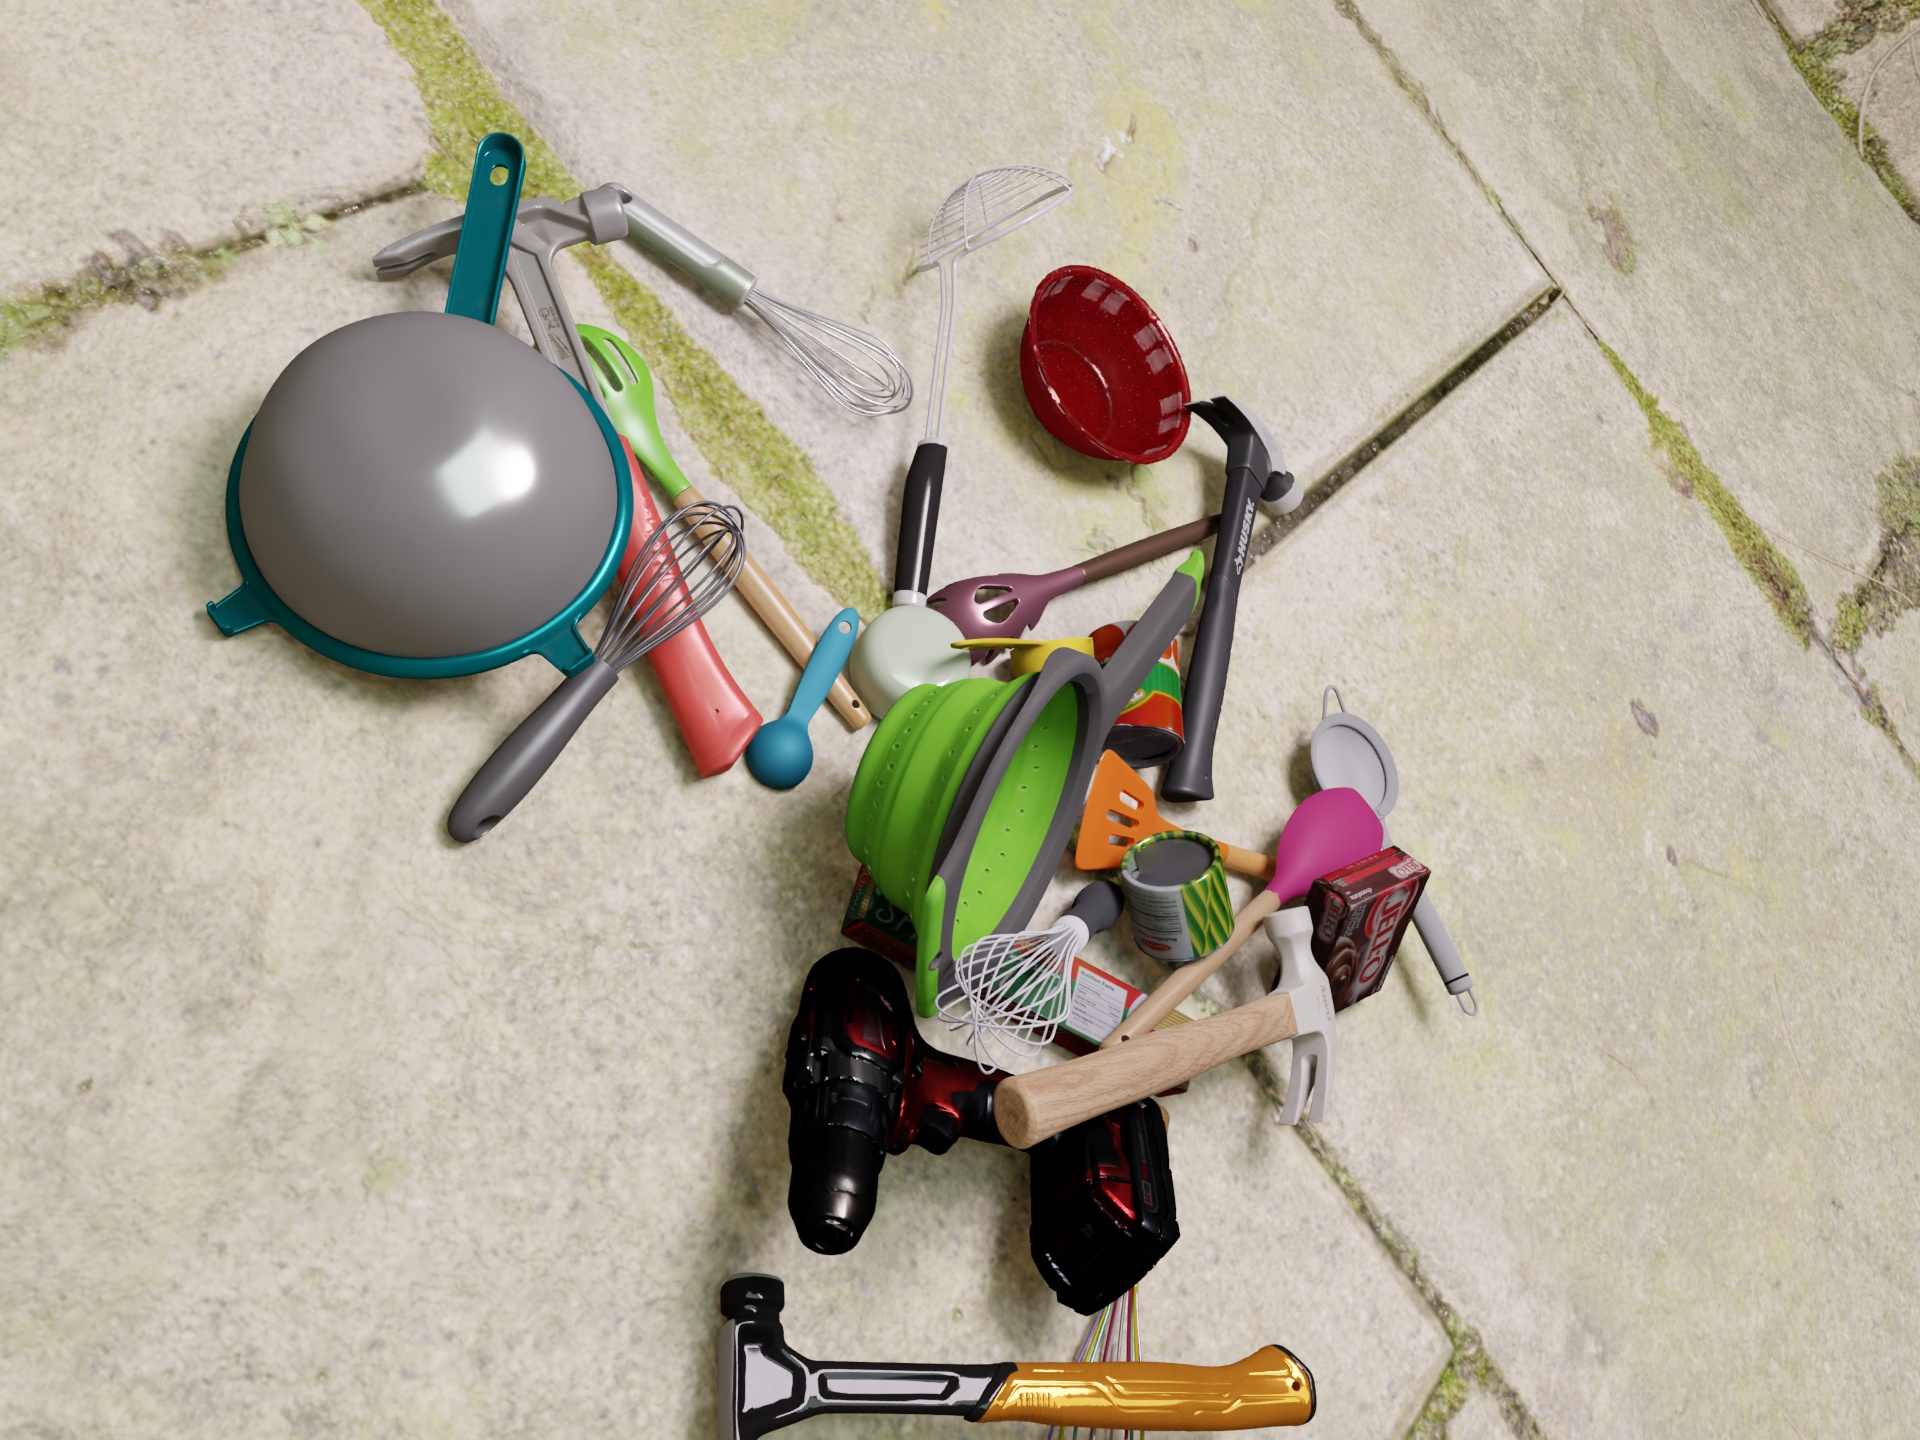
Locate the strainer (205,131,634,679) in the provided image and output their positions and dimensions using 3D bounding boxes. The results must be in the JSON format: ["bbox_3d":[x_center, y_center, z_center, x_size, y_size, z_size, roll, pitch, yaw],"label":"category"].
[{"bbox_3d":[-0.273,-0.194,0.845,0.211,0.095,0.341,7,70,-8],"label":"strainer"}]

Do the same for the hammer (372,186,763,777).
[{"bbox_3d":[-0.212,-0.134,0.932,0.149,0.036,0.359,-21,85,-14],"label":"hammer"}]

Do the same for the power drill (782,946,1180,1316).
[{"bbox_3d":[0.005,0.234,0.852,0.226,0.080,0.188,31,27,-17],"label":"power drill"}]

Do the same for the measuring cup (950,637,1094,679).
[{"bbox_3d":[0.038,-0.036,1.028,0.156,0.062,0.029,-1,81,-59],"label":"measuring cup"}]

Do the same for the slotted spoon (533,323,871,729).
[{"bbox_3d":[-0.154,-0.121,0.986,0.070,0.031,0.314,-40,94,-33],"label":"slotted spoon"}]

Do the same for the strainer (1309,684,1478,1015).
[{"bbox_3d":[0.314,0.097,1.168,0.087,0.050,0.259,-10,68,-35],"label":"strainer"}]

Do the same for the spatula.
[{"bbox_3d":[0.206,0.100,1.111,0.322,0.041,0.081,19,82,-27],"label":"spatula"}]

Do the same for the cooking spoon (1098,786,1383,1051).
[{"bbox_3d":[0.193,0.132,1.057,0.319,0.017,0.069,-34,85,-37],"label":"cooking spoon"}]

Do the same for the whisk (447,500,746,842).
[{"bbox_3d":[-0.196,-0.029,0.867,0.055,0.055,0.239,41,72,-11],"label":"whisk"}]

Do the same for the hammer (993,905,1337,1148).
[{"bbox_3d":[0.131,0.193,0.918,0.331,0.031,0.130,-4,78,-50],"label":"hammer"}]

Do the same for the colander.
[{"bbox_3d":[0.038,-0.003,0.956,0.094,0.204,0.397,22,45,19],"label":"colander"}]

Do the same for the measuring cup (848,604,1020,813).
[{"bbox_3d":[-0.002,-0.003,1.003,0.083,0.038,0.168,-34,79,-29],"label":"measuring cup"}]

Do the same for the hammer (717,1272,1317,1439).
[{"bbox_3d":[0.039,0.360,0.832,0.336,0.034,0.127,9,51,-20],"label":"hammer"}]

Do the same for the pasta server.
[{"bbox_3d":[0.096,-0.107,1.149,0.316,0.040,0.060,-24,82,-43],"label":"pasta server"}]

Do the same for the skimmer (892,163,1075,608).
[{"bbox_3d":[0.009,-0.236,1.117,0.090,0.127,0.363,23,67,-42],"label":"skimmer"}]

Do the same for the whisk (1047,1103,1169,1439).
[{"bbox_3d":[0.098,0.338,0.925,0.051,0.047,0.245,30,52,-17],"label":"whisk"}]

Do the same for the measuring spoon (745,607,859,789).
[{"bbox_3d":[-0.089,-0.017,0.965,0.042,0.021,0.129,31,68,-15],"label":"measuring spoon"}]

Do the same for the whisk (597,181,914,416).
[{"bbox_3d":[-0.136,-0.281,1.062,0.246,0.059,0.058,33,53,-11],"label":"whisk"}]

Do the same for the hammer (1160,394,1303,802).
[{"bbox_3d":[0.190,-0.088,1.173,0.146,0.035,0.335,43,51,-42],"label":"hammer"}]

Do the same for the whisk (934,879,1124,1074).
[{"bbox_3d":[0.053,0.134,0.919,0.070,0.070,0.284,59,20,4],"label":"whisk"}]
